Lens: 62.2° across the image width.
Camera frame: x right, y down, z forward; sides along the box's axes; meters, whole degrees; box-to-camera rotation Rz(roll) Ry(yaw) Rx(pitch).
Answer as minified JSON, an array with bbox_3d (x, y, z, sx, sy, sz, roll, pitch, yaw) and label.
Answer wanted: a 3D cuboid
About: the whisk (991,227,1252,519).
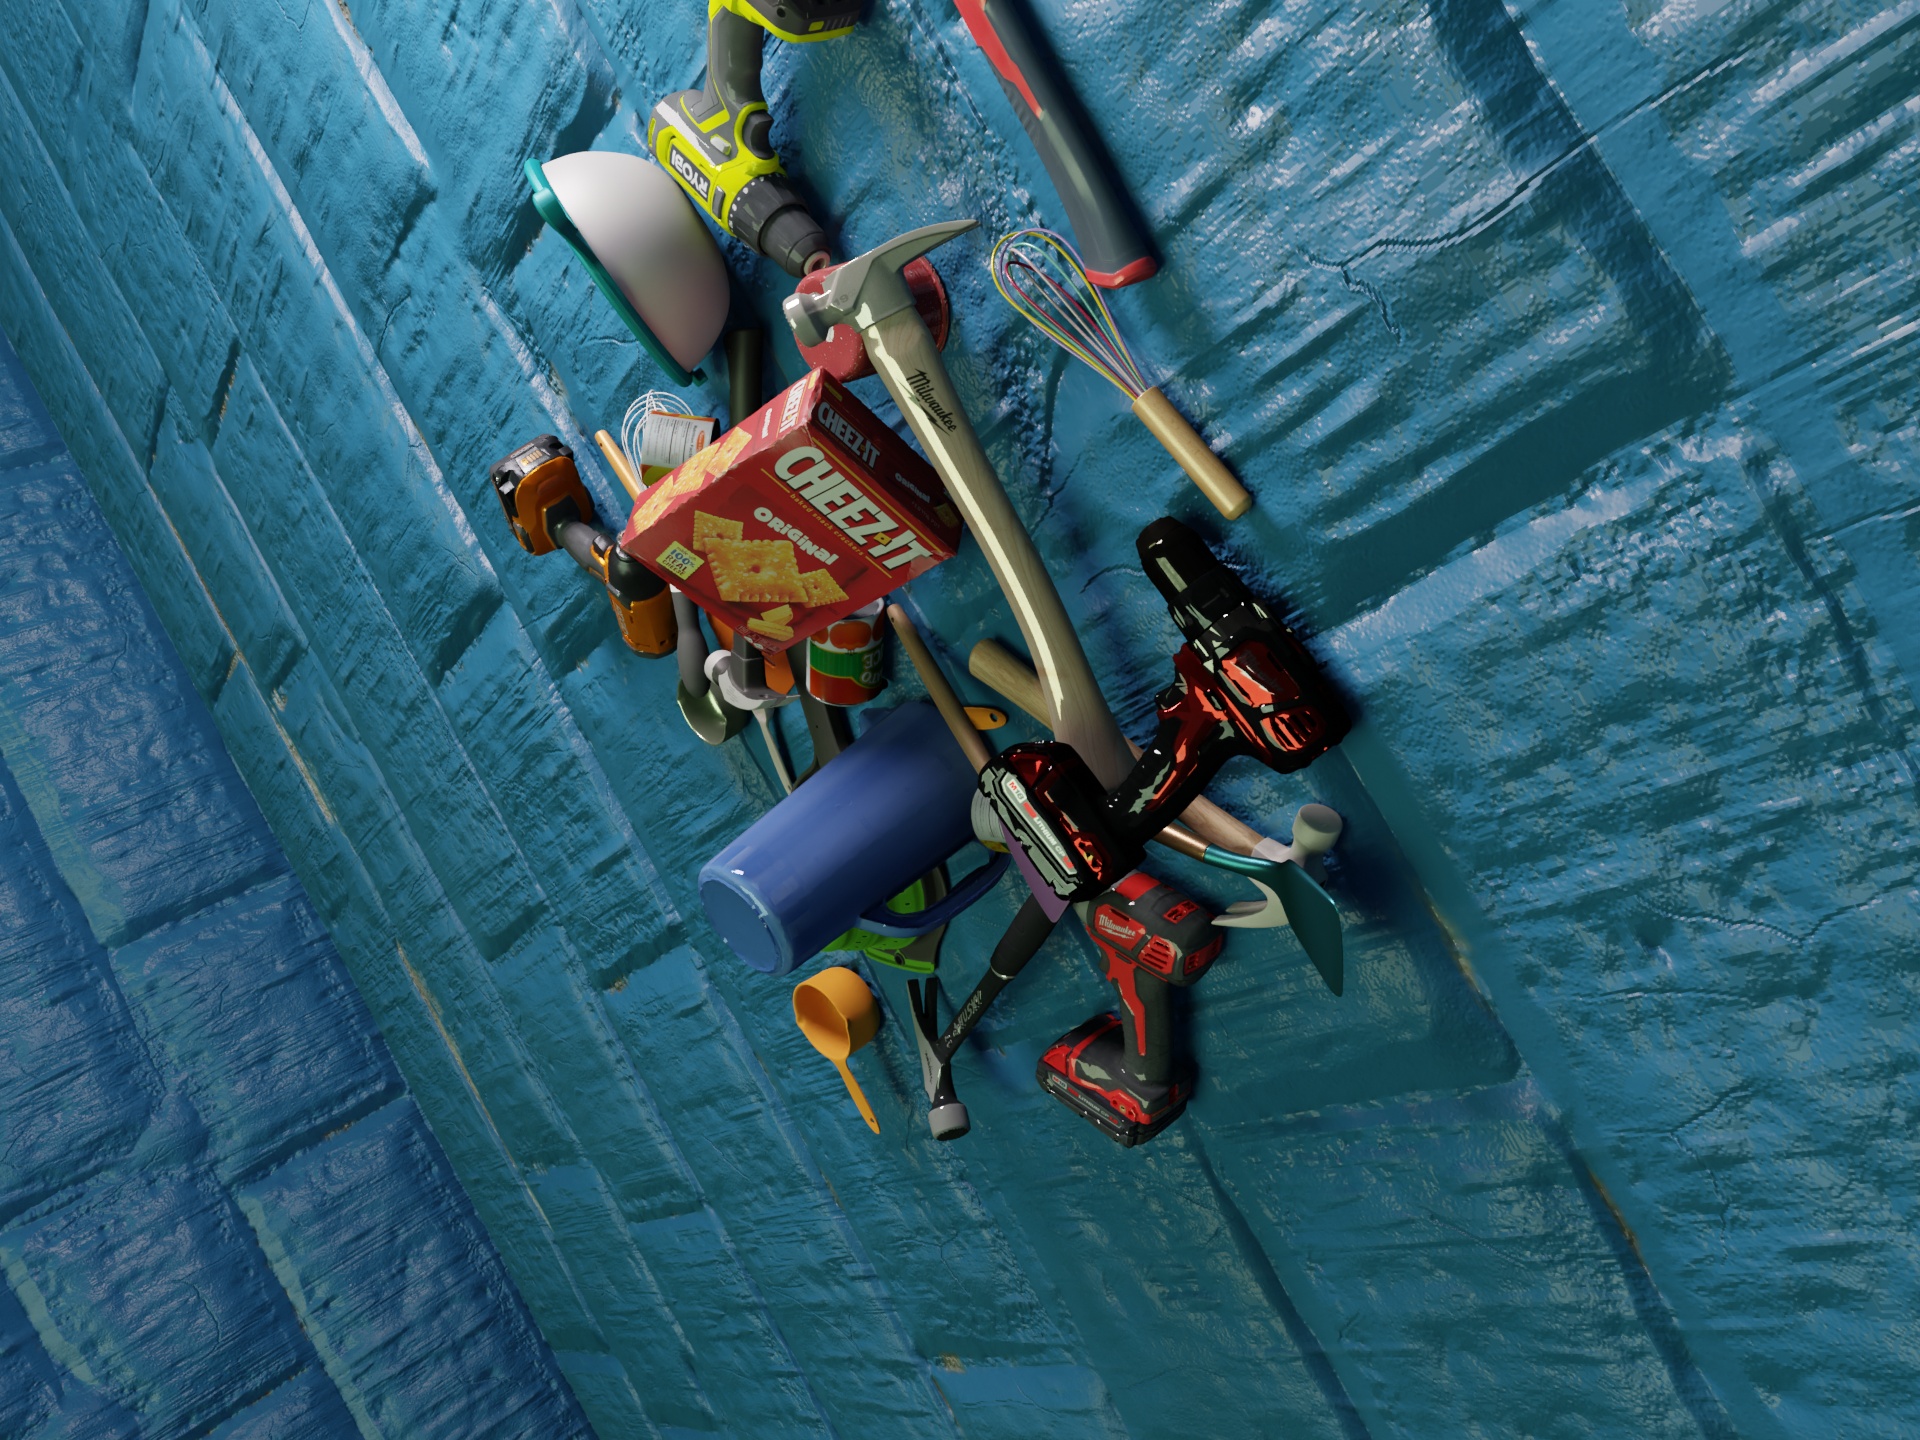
[{"bbox_3d":[0.103,-0.225,1.041,0.245,0.047,0.051,51,140,9],"label":"whisk"}]

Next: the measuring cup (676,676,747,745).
[{"bbox_3d":[-0.246,-0.057,1.548,0.083,0.038,0.167,20,127,42],"label":"measuring cup"}]

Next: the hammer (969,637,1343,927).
[{"bbox_3d":[0.129,0.037,1.178,0.332,0.031,0.130,37,136,30],"label":"hammer"}]

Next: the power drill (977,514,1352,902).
[{"bbox_3d":[0.121,-0.006,1.062,0.226,0.080,0.188,-39,80,19],"label":"power drill"}]

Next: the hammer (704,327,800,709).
[{"bbox_3d":[-0.182,-0.168,1.366,0.146,0.035,0.334,33,126,54],"label":"hammer"}]

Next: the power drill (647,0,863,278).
[{"bbox_3d":[-0.144,-0.455,1.161,0.191,0.080,0.228,48,143,20],"label":"power drill"}]

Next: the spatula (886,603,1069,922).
[{"bbox_3d":[0.011,0.020,1.242,0.316,0.018,0.059,60,142,33],"label":"spatula"}]

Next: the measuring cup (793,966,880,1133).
[{"bbox_3d":[-0.105,0.331,1.613,0.095,0.052,0.173,-17,100,52],"label":"measuring cup"}]

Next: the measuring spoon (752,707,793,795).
[{"bbox_3d":[-0.176,0.024,1.542,0.034,0.018,0.124,22,135,56],"label":"measuring spoon"}]

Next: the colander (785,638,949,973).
[{"bbox_3d":[-0.134,0.071,1.445,0.205,0.094,0.397,5,116,47],"label":"colander"}]

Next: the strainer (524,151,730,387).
[{"bbox_3d":[-0.247,-0.375,1.216,0.211,0.095,0.340,56,-178,-5],"label":"strainer"}]

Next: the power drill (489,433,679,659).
[{"bbox_3d":[-0.359,-0.178,1.548,0.227,0.084,0.164,43,157,22],"label":"power drill"}]

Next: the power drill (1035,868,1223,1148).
[{"bbox_3d":[0.126,0.214,1.256,0.143,0.078,0.219,29,129,36],"label":"power drill"}]

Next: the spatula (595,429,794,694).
[{"bbox_3d":[-0.257,-0.157,1.518,0.323,0.041,0.081,55,141,16],"label":"spatula"}]

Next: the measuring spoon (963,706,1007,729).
[{"bbox_3d":[-0.002,-0.004,1.325,0.117,0.011,0.021,1,119,45],"label":"measuring spoon"}]

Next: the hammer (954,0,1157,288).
[{"bbox_3d":[0.027,-0.451,0.994,0.143,0.038,0.386,-30,88,51],"label":"hammer"}]

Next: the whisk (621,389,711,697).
[{"bbox_3d":[-0.260,-0.159,1.457,0.070,0.070,0.284,7,108,47],"label":"whisk"}]

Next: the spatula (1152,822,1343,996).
[{"bbox_3d":[0.149,0.089,1.123,0.318,0.044,0.082,25,139,40],"label":"spatula"}]

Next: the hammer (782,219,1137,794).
[{"bbox_3d":[0.033,-0.139,1.111,0.146,0.038,0.410,-25,99,13],"label":"hammer"}]

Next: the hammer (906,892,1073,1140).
[{"bbox_3d":[0.030,0.210,1.327,0.408,0.036,0.149,117,144,-51],"label":"hammer"}]
